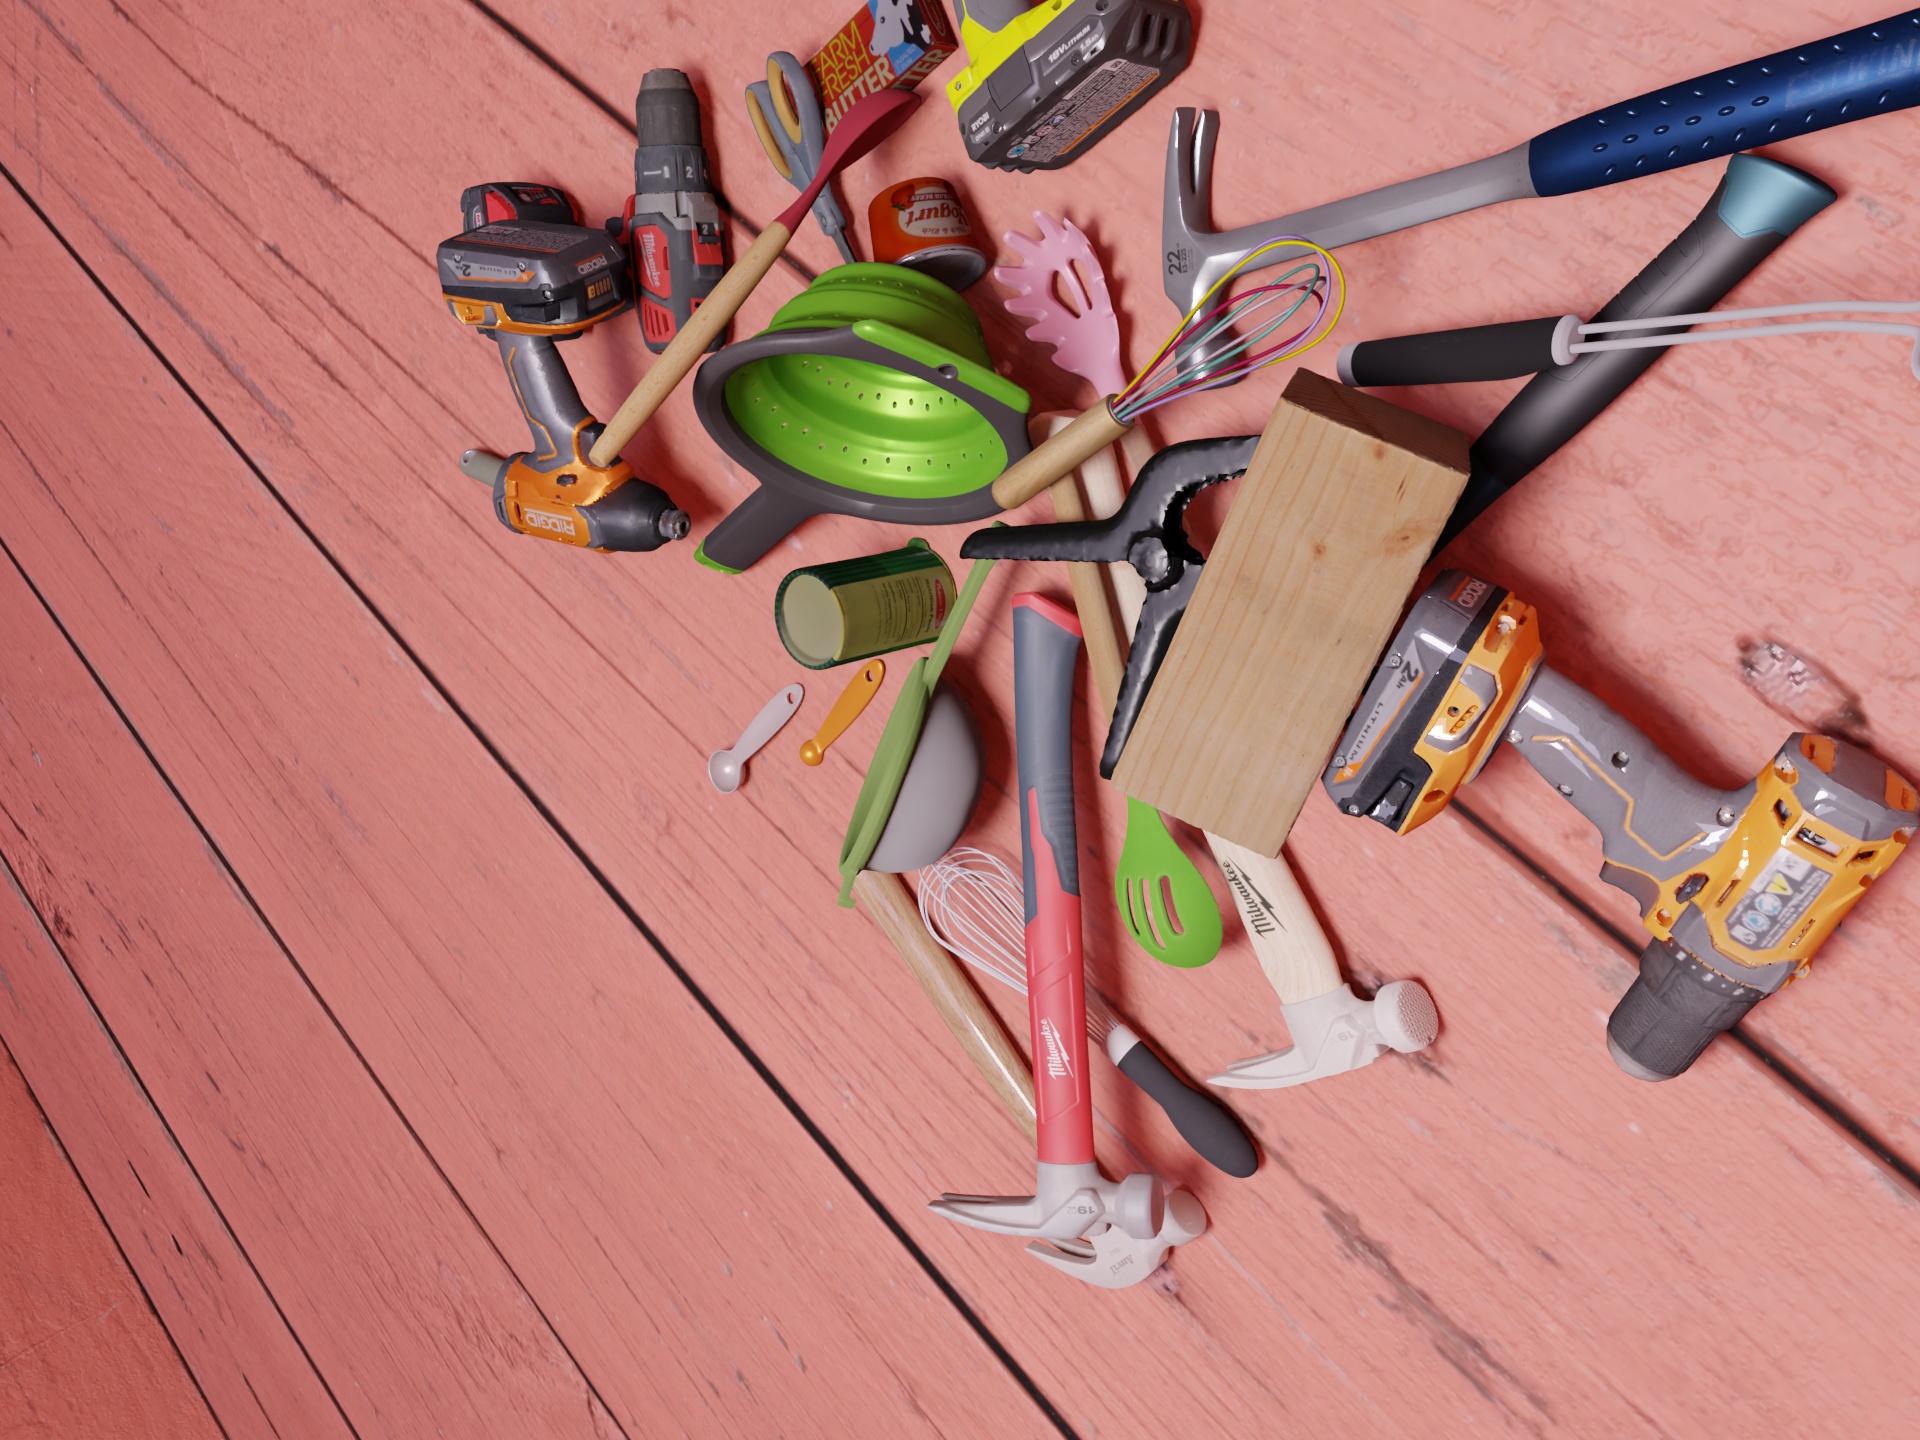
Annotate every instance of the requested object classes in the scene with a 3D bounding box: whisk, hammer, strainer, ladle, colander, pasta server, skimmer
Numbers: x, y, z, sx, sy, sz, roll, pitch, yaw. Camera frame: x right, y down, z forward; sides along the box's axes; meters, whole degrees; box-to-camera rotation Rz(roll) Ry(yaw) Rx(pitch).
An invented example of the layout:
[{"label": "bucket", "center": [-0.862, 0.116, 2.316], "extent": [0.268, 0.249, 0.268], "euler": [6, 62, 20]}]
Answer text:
[{"label": "whisk", "center": [-0.336, -0.182, 1.282], "extent": [0.246, 0.059, 0.058], "euler": [25, 74, 39]}, {"label": "hammer", "center": [0.262, -0.132, 0.758], "extent": [0.128, 0.033, 0.331], "euler": [55, 131, 17]}, {"label": "whisk", "center": [0.078, 0.182, 1.003], "extent": [0.285, 0.070, 0.070], "euler": [42, 126, 20]}, {"label": "hammer", "center": [0.126, 0.013, 0.921], "extent": [0.146, 0.038, 0.411], "euler": [-30, 80, 44]}, {"label": "strainer", "center": [-0.002, -0.003, 0.997], "extent": [0.069, 0.152, 0.256], "euler": [22, 116, -7]}, {"label": "ladle", "center": [-0.116, -0.261, 0.908], "extent": [0.031, 0.315, 0.069], "euler": [38, 157, -13]}, {"label": "hammer", "center": [0.025, 0.233, 1.076], "extent": [0.331, 0.031, 0.130], "euler": [53, 130, 18]}, {"label": "hammer", "center": [0.041, 0.116, 0.967], "extent": [0.143, 0.038, 0.386], "euler": [-4, 88, 21]}, {"label": "colander", "center": [-0.086, -0.186, 1.012], "extent": [0.397, 0.204, 0.094], "euler": [-23, 50, 60]}, {"label": "whisk", "center": [0.100, -0.167, 0.823], "extent": [0.245, 0.047, 0.051], "euler": [-30, 41, 45]}, {"label": "pasta server", "center": [0.101, -0.138, 0.884], "extent": [0.060, 0.040, 0.316], "euler": [-28, 78, 32]}, {"label": "hammer", "center": [0.247, -0.250, 0.709], "extent": [0.406, 0.035, 0.144], "euler": [0, 101, 49]}, {"label": "skimmer", "center": [0.285, -0.178, 0.629], "extent": [0.363, 0.127, 0.090], "euler": [8, 150, 52]}]

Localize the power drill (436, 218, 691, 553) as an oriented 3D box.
[{"label": "power drill", "center": [-0.268, -0.222, 1.107], "extent": [0.164, 0.084, 0.226], "euler": [15, 128, 28]}]

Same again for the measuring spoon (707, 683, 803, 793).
[{"label": "measuring spoon", "center": [-0.148, 0.011, 1.187], "extent": [0.124, 0.018, 0.034], "euler": [-45, 71, 33]}]

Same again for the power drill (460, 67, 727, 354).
[{"label": "power drill", "center": [-0.258, -0.357, 1.141], "extent": [0.227, 0.080, 0.188], "euler": [9, 108, 37]}]

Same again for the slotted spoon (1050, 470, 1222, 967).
[{"label": "slotted spoon", "center": [0.089, -0.007, 0.908], "extent": [0.070, 0.031, 0.314], "euler": [-13, 92, 46]}]

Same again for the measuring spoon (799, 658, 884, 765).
[{"label": "measuring spoon", "center": [-0.086, -0.005, 1.123], "extent": [0.021, 0.011, 0.117], "euler": [54, 131, 17]}]

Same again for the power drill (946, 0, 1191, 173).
[{"label": "power drill", "center": [0.035, -0.435, 0.853], "extent": [0.190, 0.080, 0.228], "euler": [-27, 81, 43]}]

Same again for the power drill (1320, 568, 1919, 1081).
[{"label": "power drill", "center": [0.287, 0.053, 0.741], "extent": [0.226, 0.084, 0.185], "euler": [31, 124, 16]}]
